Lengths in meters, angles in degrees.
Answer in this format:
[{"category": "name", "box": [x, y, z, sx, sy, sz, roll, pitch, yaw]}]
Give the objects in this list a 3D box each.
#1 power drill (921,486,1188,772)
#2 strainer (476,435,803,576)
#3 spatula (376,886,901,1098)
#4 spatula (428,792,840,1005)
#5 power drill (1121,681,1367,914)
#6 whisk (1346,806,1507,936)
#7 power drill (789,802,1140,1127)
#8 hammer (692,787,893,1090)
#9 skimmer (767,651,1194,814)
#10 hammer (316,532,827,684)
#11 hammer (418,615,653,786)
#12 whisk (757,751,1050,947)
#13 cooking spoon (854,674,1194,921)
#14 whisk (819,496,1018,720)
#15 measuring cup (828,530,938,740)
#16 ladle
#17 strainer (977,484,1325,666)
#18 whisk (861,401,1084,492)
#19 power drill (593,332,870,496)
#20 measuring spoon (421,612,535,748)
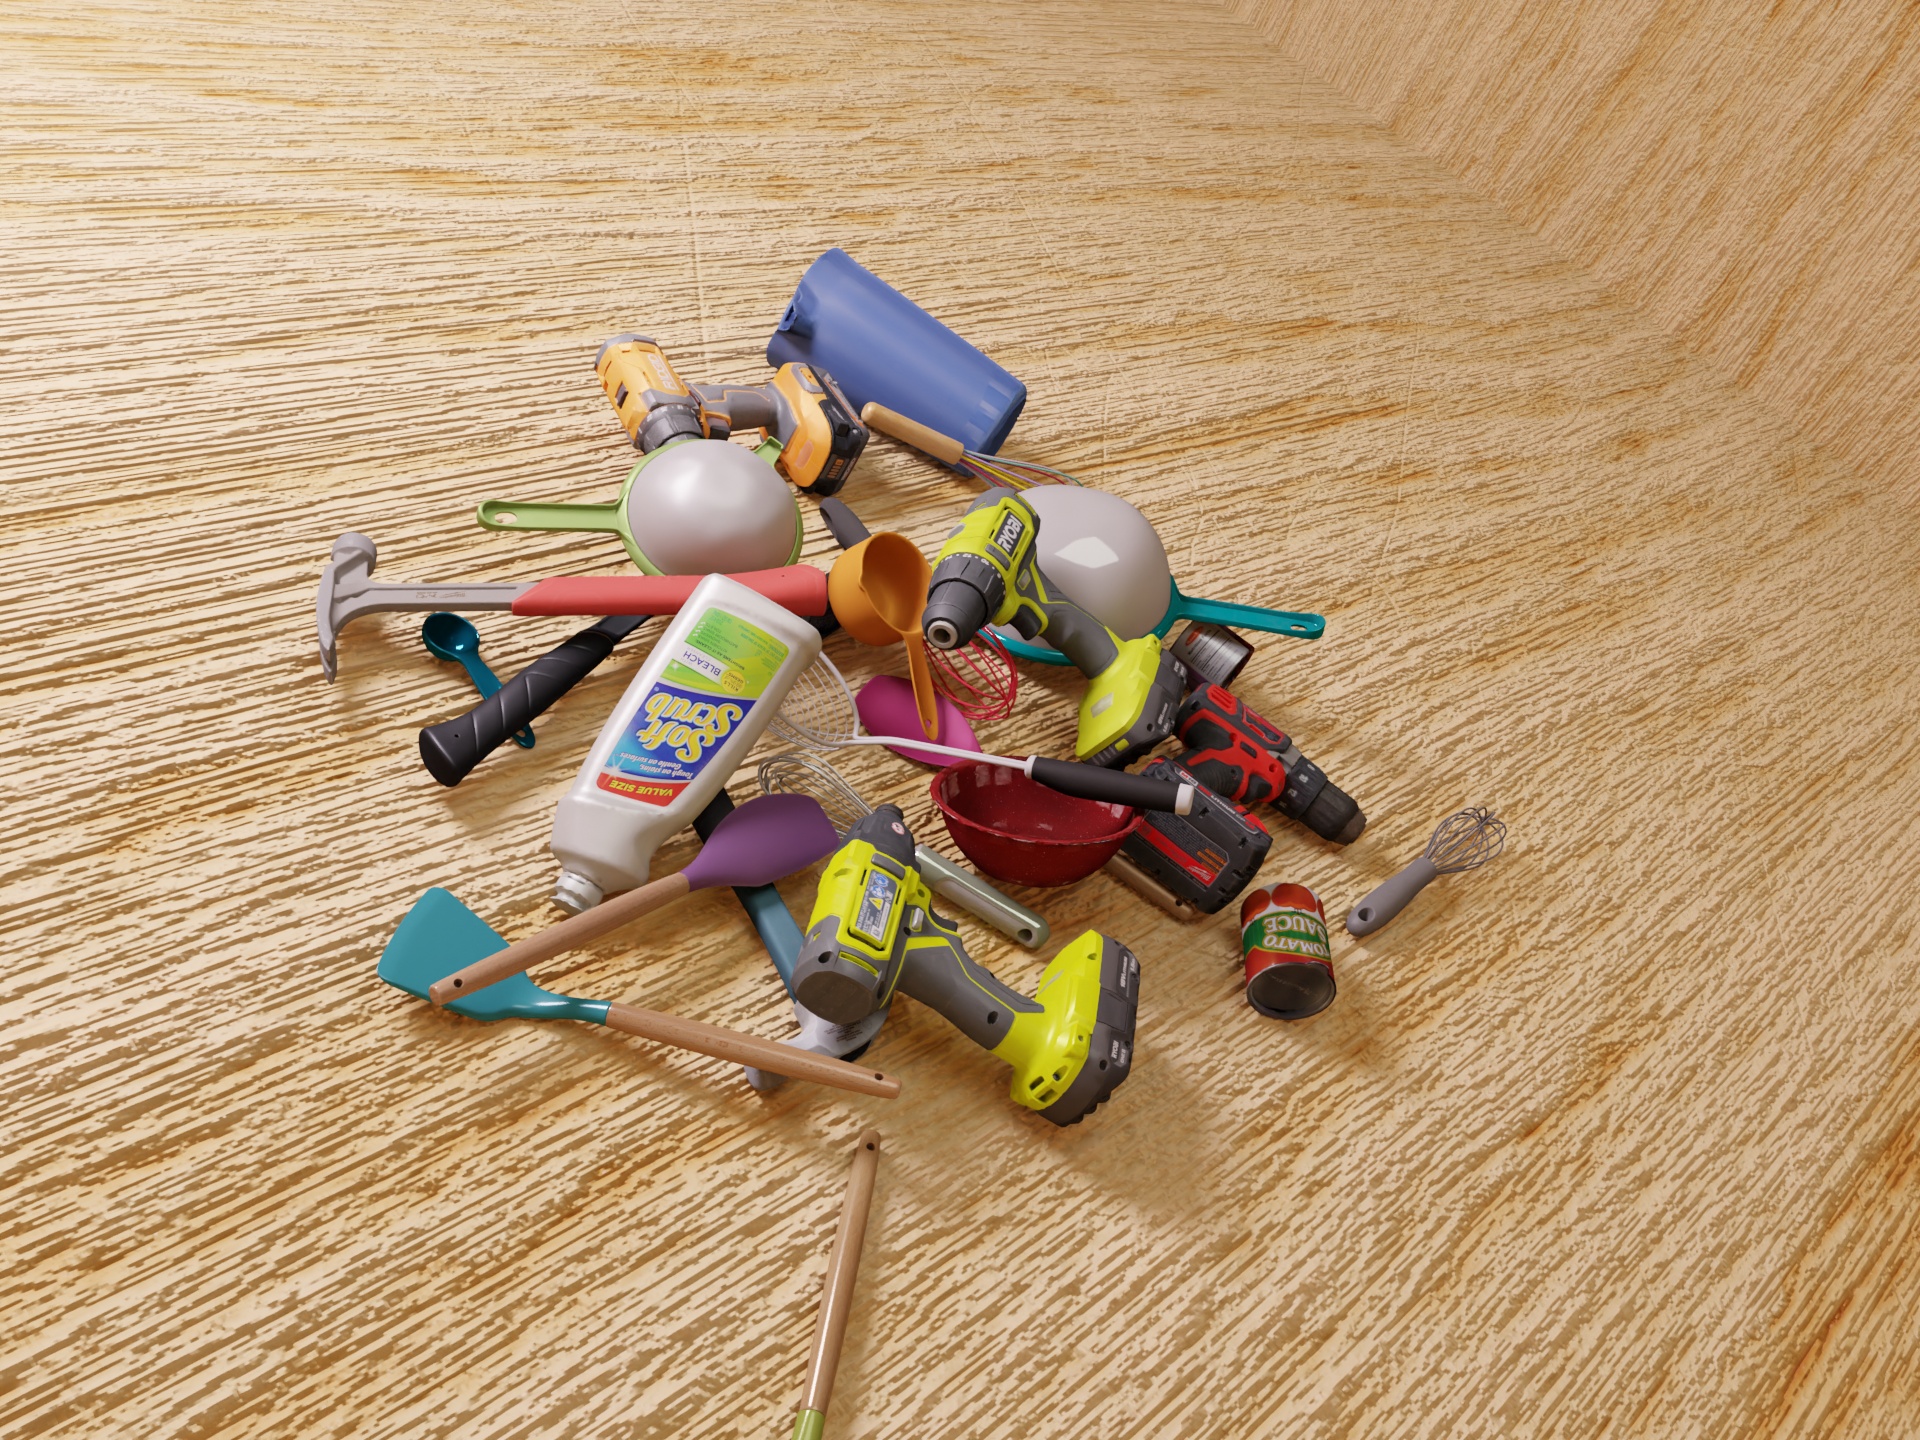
[{"category": "power drill", "box": [0.069, -0.063, 1.269, 0.228, 0.080, 0.191, 43, 36, -14]}, {"category": "strainer", "box": [-0.239, -0.168, 1.229, 0.256, 0.069, 0.152, -2, 68, -22]}, {"category": "spatula", "box": [-0.189, 0.179, 0.968, 0.317, 0.044, 0.082, 14, 35, 2]}, {"category": "spatula", "box": [-0.199, 0.111, 1.020, 0.316, 0.018, 0.060, -24, 77, -45]}, {"category": "power drill", "box": [0.235, 0.070, 1.311, 0.188, 0.080, 0.227, 38, 33, 8]}, {"category": "whisk", "box": [0.402, 0.132, 1.371, 0.239, 0.055, 0.055, -27, 63, -40]}, {"category": "power drill", "box": [0.006, 0.158, 1.059, 0.223, 0.080, 0.171, 31, 38, -13]}, {"category": "hammer", "box": [-0.153, 0.100, 1.103, 0.128, 0.033, 0.331, -11, 52, -36]}, {"category": "skimmer", "box": [-0.002, -0.004, 1.189, 0.363, 0.090, 0.127, 11, 19, 13]}, {"category": "hammer", "box": [-0.275, -0.085, 1.157, 0.359, 0.036, 0.149, -1, 39, -15]}, {"category": "hammer", "box": [-0.263, -0.063, 1.206, 0.149, 0.036, 0.409, 33, 38, 5]}, {"category": "whisk", "box": [-0.041, 0.096, 1.160, 0.246, 0.057, 0.059, 32, 34, -2]}, {"category": "cooking spoon", "box": [0.051, 0.063, 1.266, 0.319, 0.017, 0.069, 35, 57, 9]}, {"category": "whisk", "box": [-0.043, -0.102, 1.367, 0.073, 0.073, 0.296, -12, 48, -37]}, {"category": "measuring cup", "box": [-0.057, -0.063, 1.287, 0.095, 0.052, 0.174, -6, 81, -50]}, {"category": "ladle", "box": [-0.072, 0.348, 0.865, 0.078, 0.062, 0.320, 21, 37, -7]}, {"category": "strainer", "box": [0.158, -0.137, 1.410, 0.340, 0.095, 0.211, 10, 42, 8]}, {"category": "whisk", "box": [0.018, -0.243, 1.505, 0.244, 0.051, 0.047, 22, 45, -23]}, {"category": "power drill", "box": [-0.193, -0.255, 1.405, 0.226, 0.084, 0.186, 1, 46, -41]}, {"category": "measuring spoon", "box": [-0.348, -0.025, 1.149, 0.129, 0.021, 0.042, 51, 37, 14]}]
